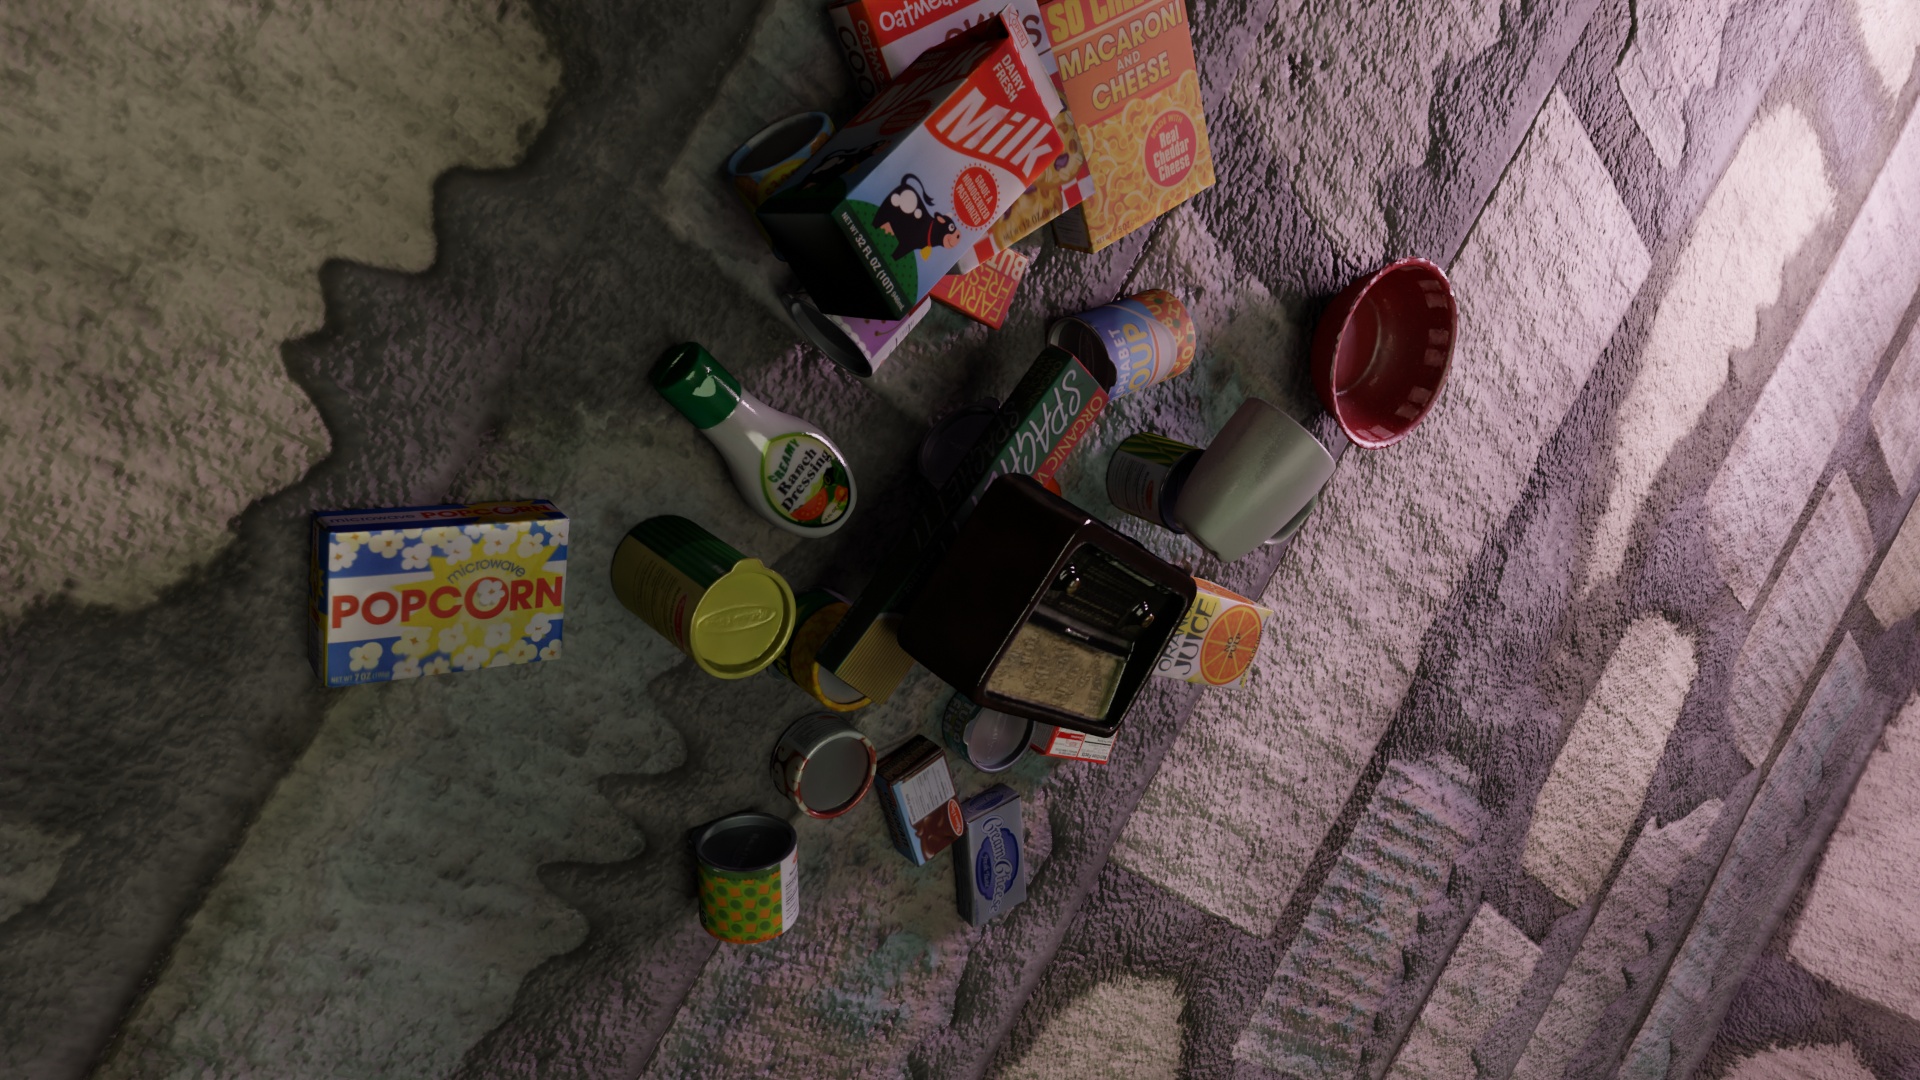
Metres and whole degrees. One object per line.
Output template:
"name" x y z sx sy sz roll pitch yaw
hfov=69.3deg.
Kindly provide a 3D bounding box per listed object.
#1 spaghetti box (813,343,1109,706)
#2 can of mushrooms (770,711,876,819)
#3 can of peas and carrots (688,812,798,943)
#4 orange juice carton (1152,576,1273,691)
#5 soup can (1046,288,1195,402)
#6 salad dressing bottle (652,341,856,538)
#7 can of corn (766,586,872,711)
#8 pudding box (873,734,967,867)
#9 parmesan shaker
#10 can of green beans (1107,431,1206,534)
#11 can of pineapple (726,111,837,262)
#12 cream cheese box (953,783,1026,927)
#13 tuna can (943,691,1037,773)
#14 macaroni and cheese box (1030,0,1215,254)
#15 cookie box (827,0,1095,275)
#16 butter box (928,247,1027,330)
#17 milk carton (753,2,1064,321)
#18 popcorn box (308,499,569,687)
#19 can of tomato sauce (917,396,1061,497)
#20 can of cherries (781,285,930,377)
"spaghetti box" 0.003 -0.011 0.870 0.250 0.029 0.050 -53 132 -5
"can of mushrooms" -0.092 0.155 0.944 0.071 0.033 0.070 -16 116 -35
"can of peas and carrots" -0.142 0.221 0.909 0.071 0.071 0.058 -15 117 -34
"orange juice carton" 0.148 0.060 1.074 0.193 0.073 0.071 14 99 -41
"soup can" 0.115 -0.134 0.972 0.084 0.071 0.071 -23 120 -31
"salad dressing bottle" -0.122 -0.059 0.829 0.064 0.044 0.147 -54 131 -11
"can of corn" -0.084 0.072 0.900 0.071 0.058 0.071 -15 116 -34
"pudding box" -0.030 0.190 1.010 0.050 0.030 0.083 -32 125 -27
"parmesan shaker" -0.149 0.028 0.801 0.071 0.103 0.071 -16 117 -34
"can of green beans" 0.154 -0.044 1.047 0.071 0.058 0.071 -15 116 -34
"can of pineapple" -0.090 -0.199 0.783 0.071 0.071 0.057 -43 128 -17
"cream cheese box" 0.022 0.245 1.077 0.053 0.024 0.103 -20 119 -32
"tuna can" 0.020 0.136 1.027 0.071 0.033 0.070 -16 116 -34
"macaroni and cheese box" 0.103 -0.293 0.921 0.124 0.040 0.165 -34 126 -25
"cookie box" 0.004 -0.262 0.836 0.123 0.040 0.166 -37 119 -29
"butter box" -0.006 -0.177 0.889 0.103 0.024 0.053 20 93 -42
"milk carton" -0.013 -0.209 0.754 0.191 0.073 0.072 -49 127 -22
"popcorn box" -0.277 0.026 0.740 0.127 0.038 0.085 -5 110 -38
"can of tomato sauce" 0.022 -0.044 0.937 0.071 0.071 0.083 -52 132 -11
"can of cherries" -0.062 -0.142 0.830 0.058 0.071 0.071 -50 130 -13
